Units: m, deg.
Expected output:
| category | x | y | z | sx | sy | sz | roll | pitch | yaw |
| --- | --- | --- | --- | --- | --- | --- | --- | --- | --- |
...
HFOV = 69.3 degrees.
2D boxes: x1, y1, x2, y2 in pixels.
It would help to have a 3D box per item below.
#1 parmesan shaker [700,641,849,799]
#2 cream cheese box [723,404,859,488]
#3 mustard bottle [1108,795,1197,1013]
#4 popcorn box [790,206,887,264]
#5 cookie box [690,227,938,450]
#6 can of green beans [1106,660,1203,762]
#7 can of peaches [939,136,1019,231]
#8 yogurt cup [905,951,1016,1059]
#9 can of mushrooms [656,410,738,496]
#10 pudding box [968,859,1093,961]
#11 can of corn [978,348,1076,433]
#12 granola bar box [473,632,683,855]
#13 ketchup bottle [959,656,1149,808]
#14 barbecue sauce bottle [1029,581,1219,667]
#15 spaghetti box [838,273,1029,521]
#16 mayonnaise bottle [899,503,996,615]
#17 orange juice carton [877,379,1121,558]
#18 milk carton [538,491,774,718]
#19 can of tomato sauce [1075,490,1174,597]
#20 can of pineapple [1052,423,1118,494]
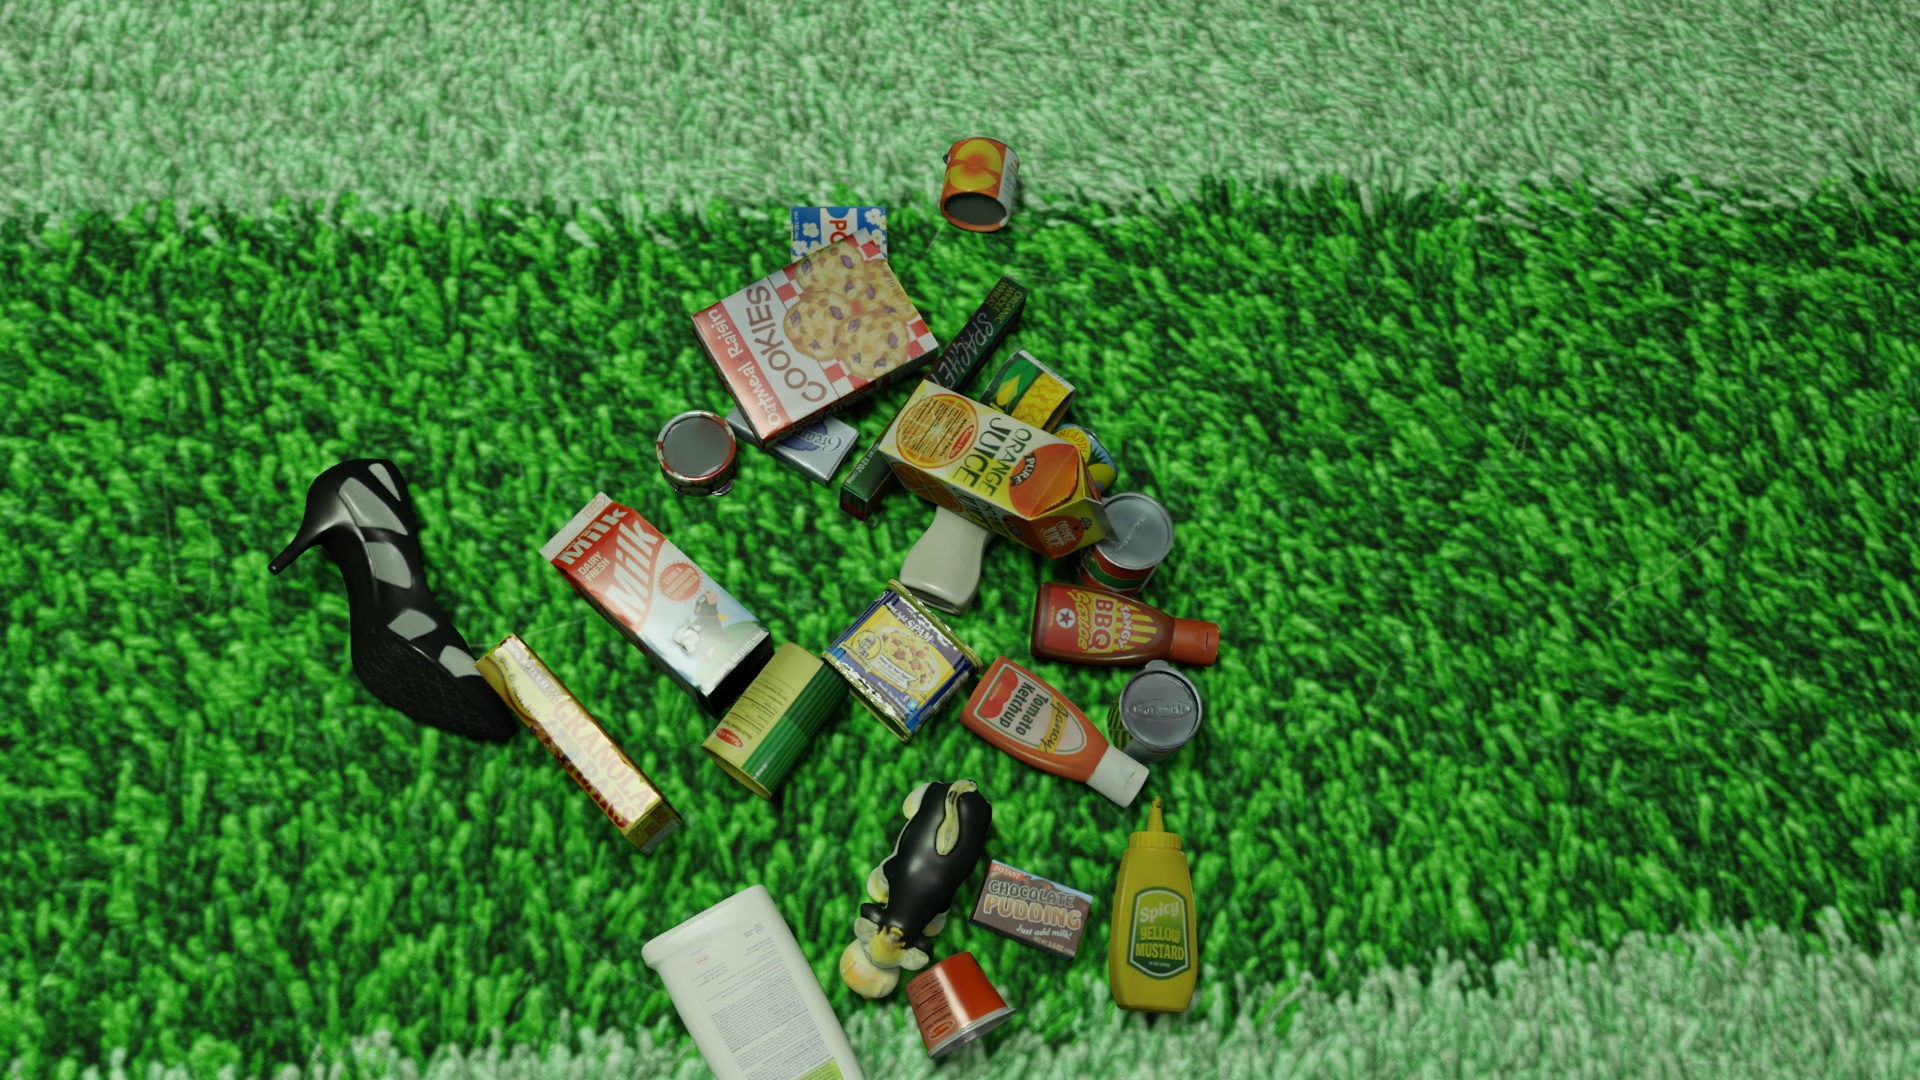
| category | x | y | z | sx | sy | sz | roll | pitch | yaw |
| --- | --- | --- | --- | --- | --- | --- | --- | --- | --- |
| parmesan shaker | -0.139 | 0.139 | 1.066 | 0.071 | 0.071 | 0.103 | 35 | 70 | 8 |
| cream cheese box | -0.142 | -0.093 | 1.176 | 0.104 | 0.024 | 0.053 | 30 | 71 | 6 |
| mustard bottle | 0.146 | 0.273 | 1.052 | 0.065 | 0.048 | 0.161 | 5 | 69 | -5 |
| popcorn box | -0.106 | -0.231 | 1.224 | 0.085 | 0.038 | 0.127 | -1 | 70 | -5 |
| cookie box | -0.122 | -0.168 | 1.160 | 0.168 | 0.040 | 0.123 | -29 | 81 | -11 |
| can of green beans | 0.153 | 0.139 | 1.099 | 0.071 | 0.057 | 0.071 | 2 | 70 | -4 |
| can of peaches | 0.015 | -0.321 | 1.255 | 0.071 | 0.071 | 0.058 | 9 | 70 | -2 |
| yogurt cup | -0.004 | 0.336 | 1.008 | 0.072 | 0.072 | 0.054 | -25 | 66 | -13 |
| can of mushrooms | -0.217 | -0.071 | 1.156 | 0.071 | 0.033 | 0.071 | 2 | 69 | -5 |
| pudding box | 0.054 | 0.279 | 1.051 | 0.084 | 0.030 | 0.050 | 21 | 68 | 2 |
| can of corn | 0.055 | -0.118 | 1.182 | 0.058 | 0.071 | 0.071 | 37 | 71 | 8 |
| granola bar box | -0.276 | 0.151 | 1.019 | 0.039 | 0.123 | 0.166 | -42 | 79 | -16 |
| ketchup bottle | 0.076 | 0.155 | 1.093 | 0.149 | 0.043 | 0.065 | 32 | 71 | 6 |
| barbecue sauce bottle | 0.133 | 0.074 | 1.129 | 0.149 | 0.043 | 0.065 | 9 | 74 | -2 |
| spaghetti box | -0.021 | -0.124 | 1.185 | 0.029 | 0.050 | 0.251 | 34 | 70 | 6 |
| mayonnaise bottle | 0.004 | -0.014 | 1.152 | 0.065 | 0.041 | 0.148 | 21 | 68 | 9 |
| orange juice carton | 0.038 | -0.050 | 1.089 | 0.193 | 0.071 | 0.073 | 26 | 75 | 28 |
| milk carton | -0.239 | 0.045 | 1.089 | 0.191 | 0.073 | 0.072 | 40 | 71 | 10 |
| can of tomato sauce | 0.131 | 0.005 | 1.133 | 0.071 | 0.082 | 0.071 | 2 | 70 | -5 |
| can of pineapple | 0.088 | -0.056 | 1.160 | 0.071 | 0.070 | 0.058 | 43 | 72 | 10 |
